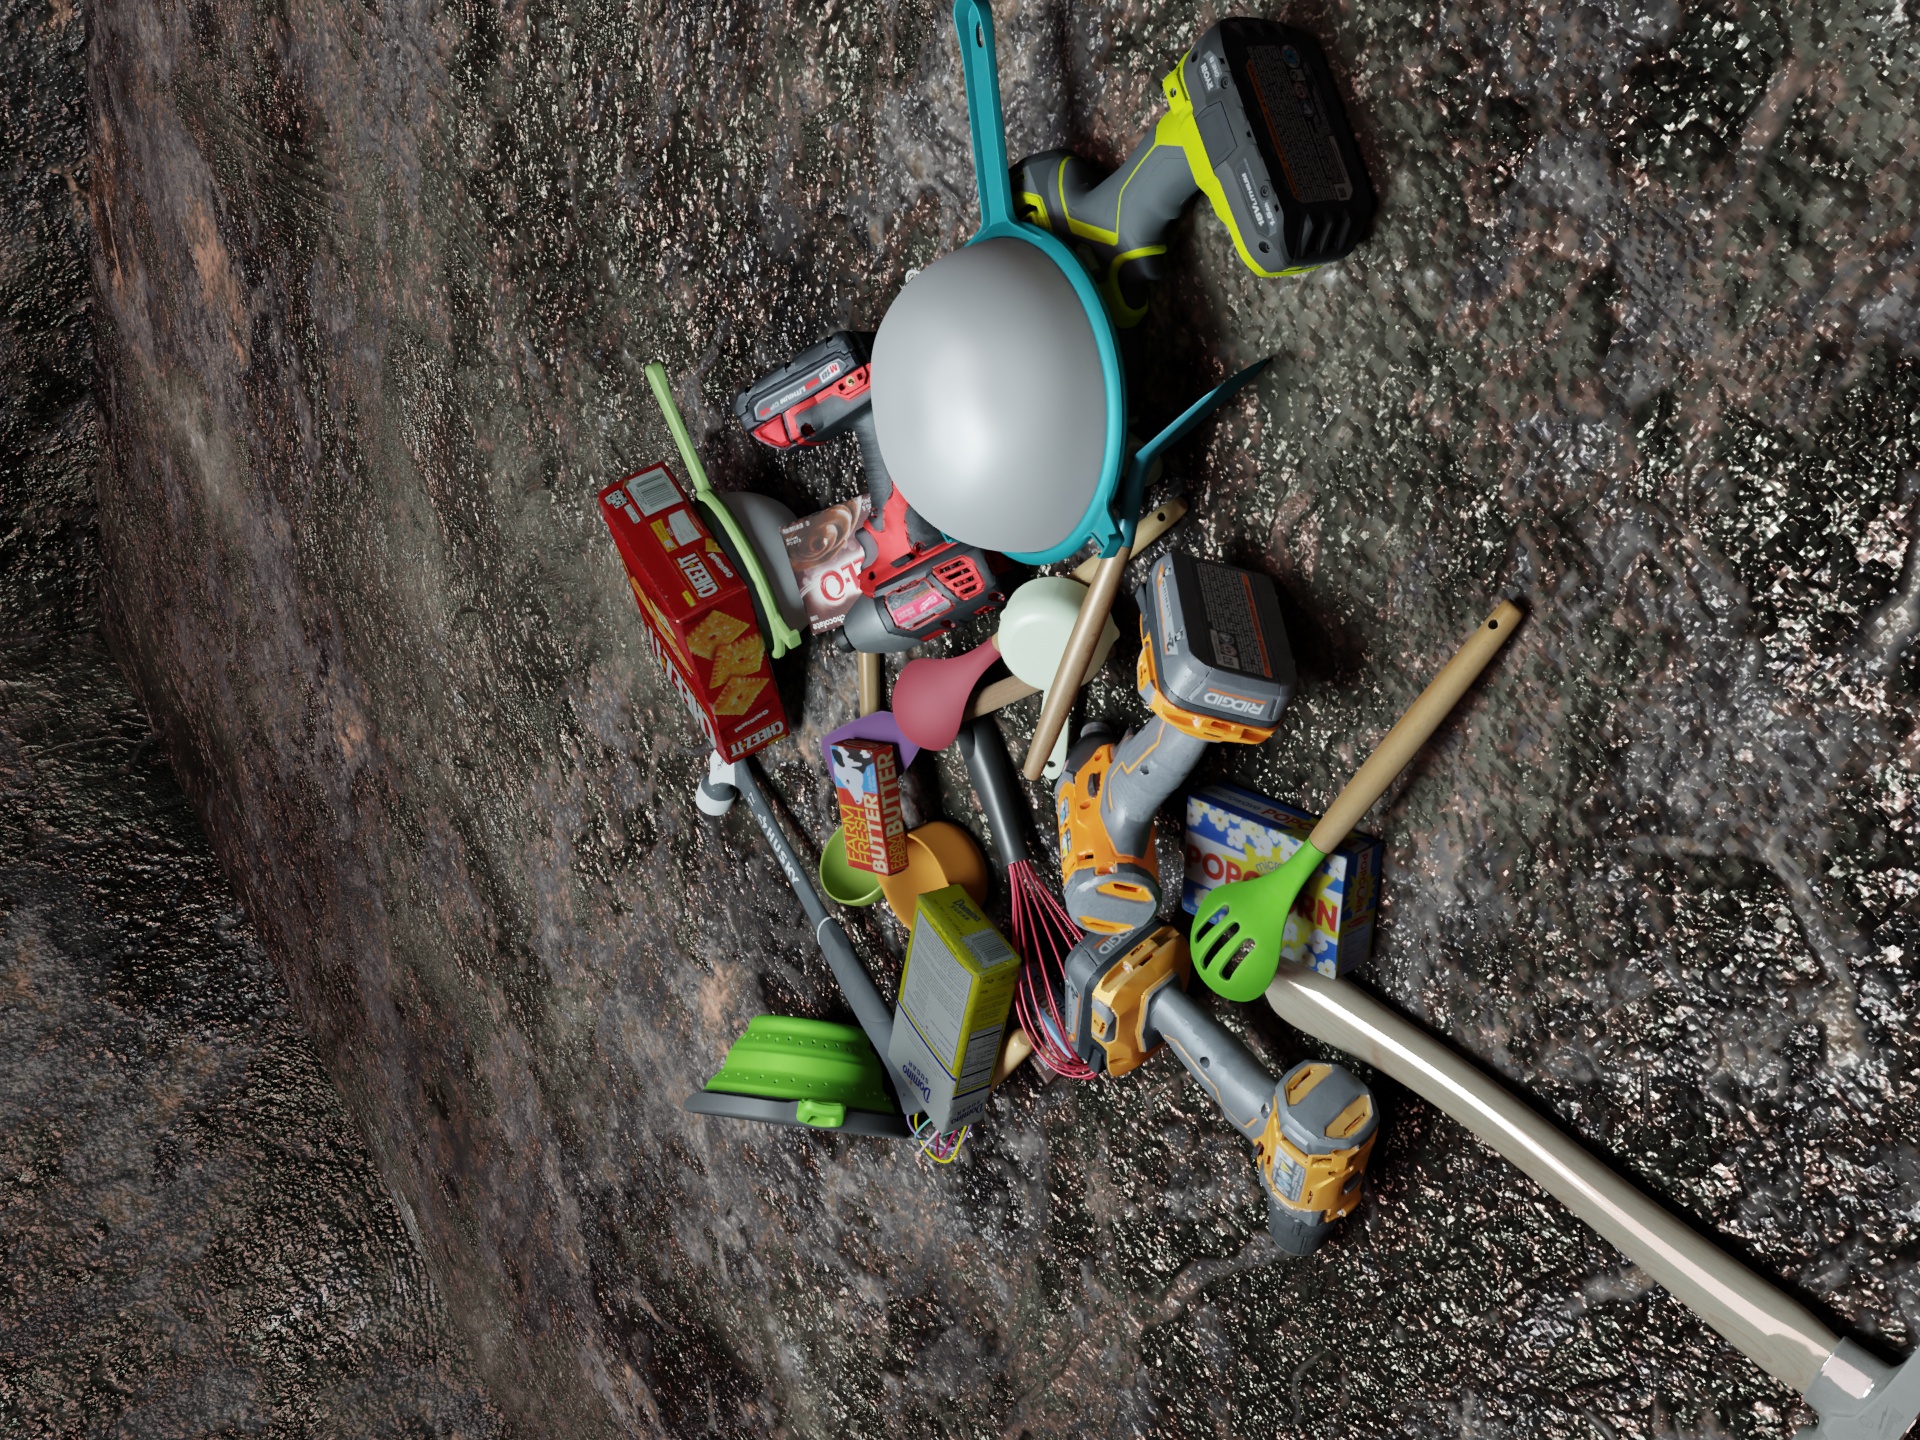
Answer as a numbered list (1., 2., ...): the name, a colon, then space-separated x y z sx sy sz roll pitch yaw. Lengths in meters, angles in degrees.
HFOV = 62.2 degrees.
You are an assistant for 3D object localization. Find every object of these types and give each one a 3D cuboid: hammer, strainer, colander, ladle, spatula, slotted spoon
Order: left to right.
1. strainer: -0.177 -0.179 1.299 0.256 0.069 0.151 67 165 -9
2. colander: -0.127 0.299 1.358 0.397 0.204 0.094 125 154 -73
3. hammer: -0.122 0.167 1.392 0.409 0.036 0.149 56 138 29
4. ladle: -0.082 0.000 1.296 0.078 0.062 0.320 16 115 38
5. strainer: -0.004 -0.255 0.960 0.211 0.095 0.340 16 117 57
6. spatula: -0.002 -0.004 1.193 0.316 0.018 0.060 -23 85 44
7. ladle: 0.045 -0.065 1.105 0.315 0.031 0.069 -37 77 40
8. spatula: 0.100 -0.084 0.987 0.044 0.082 0.317 30 124 16
9. slotted spoon: 0.222 0.052 0.924 0.070 0.031 0.313 54 126 33
10. hammer: 0.341 0.244 0.906 0.411 0.038 0.146 36 129 36

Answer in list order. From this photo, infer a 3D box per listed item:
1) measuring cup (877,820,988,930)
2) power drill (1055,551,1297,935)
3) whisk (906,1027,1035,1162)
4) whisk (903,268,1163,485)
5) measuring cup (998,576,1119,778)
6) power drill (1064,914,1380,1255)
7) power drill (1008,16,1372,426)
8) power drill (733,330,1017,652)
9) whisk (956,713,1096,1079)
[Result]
1. measuring cup: -0.010 0.164 1.283 0.095 0.052 0.173 4 110 50
2. power drill: 0.122 0.006 1.006 0.164 0.084 0.226 -92 20 -47
3. whisk: 0.011 0.308 1.301 0.244 0.051 0.047 122 148 -51
4. whisk: 0.044 -0.230 1.059 0.246 0.058 0.059 44 169 26
5. measuring cup: 0.062 -0.018 1.088 0.083 0.038 0.167 10 127 13
6. power drill: 0.173 0.249 1.065 0.226 0.084 0.185 38 150 33
7. power drill: 0.120 -0.280 0.918 0.223 0.080 0.171 -21 88 56
8. power drill: -0.065 -0.158 1.147 0.143 0.078 0.219 -26 92 24
9. whisk: 0.050 0.124 1.191 0.073 0.073 0.296 -31 74 51
